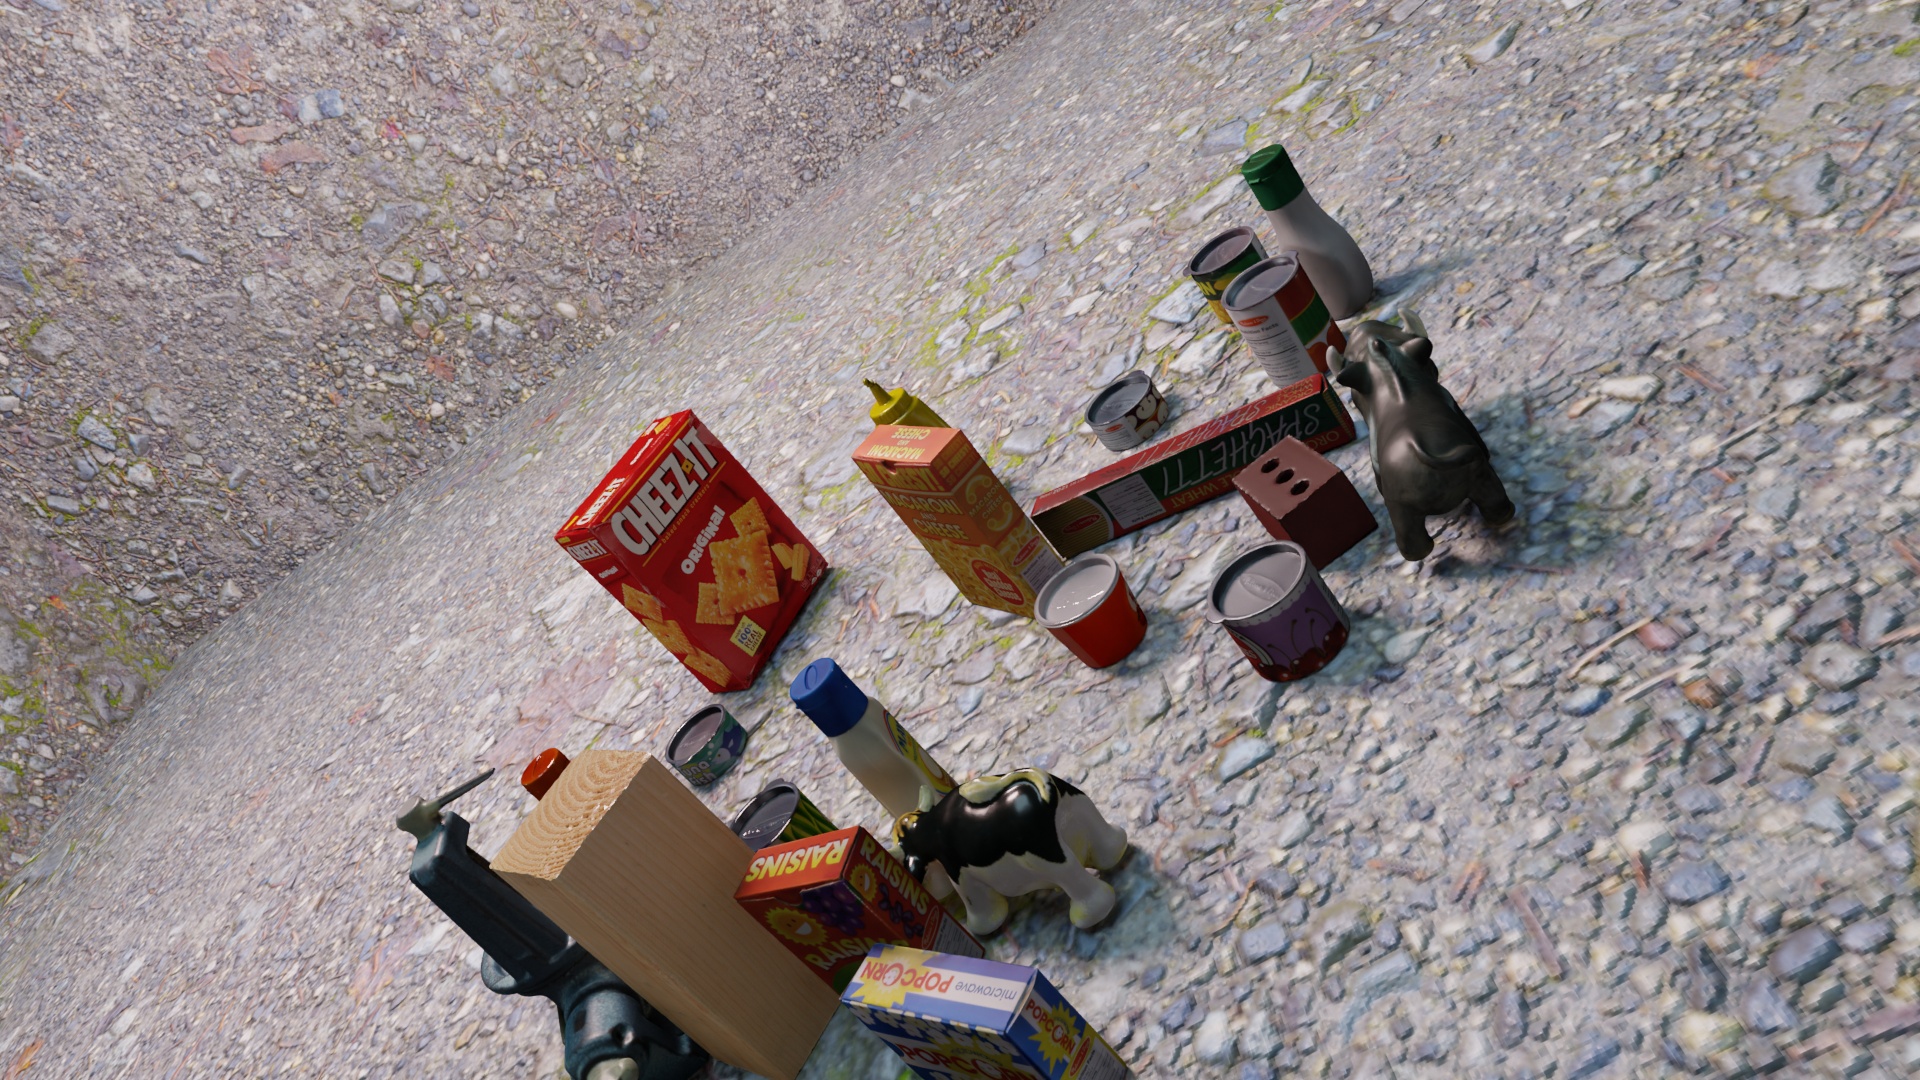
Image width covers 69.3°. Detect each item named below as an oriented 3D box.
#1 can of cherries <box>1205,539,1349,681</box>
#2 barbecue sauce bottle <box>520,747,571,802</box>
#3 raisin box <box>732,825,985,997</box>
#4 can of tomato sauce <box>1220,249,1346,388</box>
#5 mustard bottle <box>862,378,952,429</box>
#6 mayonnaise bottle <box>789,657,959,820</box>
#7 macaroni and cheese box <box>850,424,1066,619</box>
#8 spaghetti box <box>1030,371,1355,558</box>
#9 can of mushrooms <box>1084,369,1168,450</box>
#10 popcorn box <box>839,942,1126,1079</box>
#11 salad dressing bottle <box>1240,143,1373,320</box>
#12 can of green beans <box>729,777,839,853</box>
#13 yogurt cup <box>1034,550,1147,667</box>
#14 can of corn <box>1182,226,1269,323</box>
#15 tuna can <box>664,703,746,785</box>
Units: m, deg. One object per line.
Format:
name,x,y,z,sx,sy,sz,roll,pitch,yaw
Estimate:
can of cherries,0.190,0.044,0.841,0.071,0.058,0.072,-31,27,17
barbecue sauce bottle,-0.271,0.219,1.061,0.043,0.148,0.065,-34,26,11
raisin box,-0.057,0.222,0.801,0.086,0.123,0.040,-20,31,35
can of tomato sauce,0.254,-0.171,1.082,0.071,0.083,0.071,-31,27,17
mustard bottle,-0.036,-0.088,1.239,0.065,0.160,0.049,-39,25,0
mayonnaise bottle,-0.052,0.138,0.904,0.041,0.147,0.065,-35,25,9
macaroni and cheese box,0.004,-0.013,1.057,0.040,0.166,0.123,-48,27,-18
spaghetti box,0.169,-0.052,1.037,0.249,0.050,0.029,-24,29,29
can of mushrooms,0.143,-0.111,1.187,0.071,0.033,0.071,-31,27,17
popcorn box,0.010,0.251,0.709,0.126,0.085,0.038,-9,38,46
salad dressing bottle,0.273,-0.243,1.099,0.044,0.147,0.064,-50,27,-21
can of green beans,-0.122,0.214,0.978,0.071,0.057,0.071,-31,27,17
yogurt cup,0.093,0.051,0.964,0.072,0.054,0.073,-31,27,17
can of corn,0.241,-0.233,1.228,0.071,0.058,0.071,-31,27,17
tuna can,-0.219,0.177,1.195,0.071,0.032,0.071,-31,27,17
